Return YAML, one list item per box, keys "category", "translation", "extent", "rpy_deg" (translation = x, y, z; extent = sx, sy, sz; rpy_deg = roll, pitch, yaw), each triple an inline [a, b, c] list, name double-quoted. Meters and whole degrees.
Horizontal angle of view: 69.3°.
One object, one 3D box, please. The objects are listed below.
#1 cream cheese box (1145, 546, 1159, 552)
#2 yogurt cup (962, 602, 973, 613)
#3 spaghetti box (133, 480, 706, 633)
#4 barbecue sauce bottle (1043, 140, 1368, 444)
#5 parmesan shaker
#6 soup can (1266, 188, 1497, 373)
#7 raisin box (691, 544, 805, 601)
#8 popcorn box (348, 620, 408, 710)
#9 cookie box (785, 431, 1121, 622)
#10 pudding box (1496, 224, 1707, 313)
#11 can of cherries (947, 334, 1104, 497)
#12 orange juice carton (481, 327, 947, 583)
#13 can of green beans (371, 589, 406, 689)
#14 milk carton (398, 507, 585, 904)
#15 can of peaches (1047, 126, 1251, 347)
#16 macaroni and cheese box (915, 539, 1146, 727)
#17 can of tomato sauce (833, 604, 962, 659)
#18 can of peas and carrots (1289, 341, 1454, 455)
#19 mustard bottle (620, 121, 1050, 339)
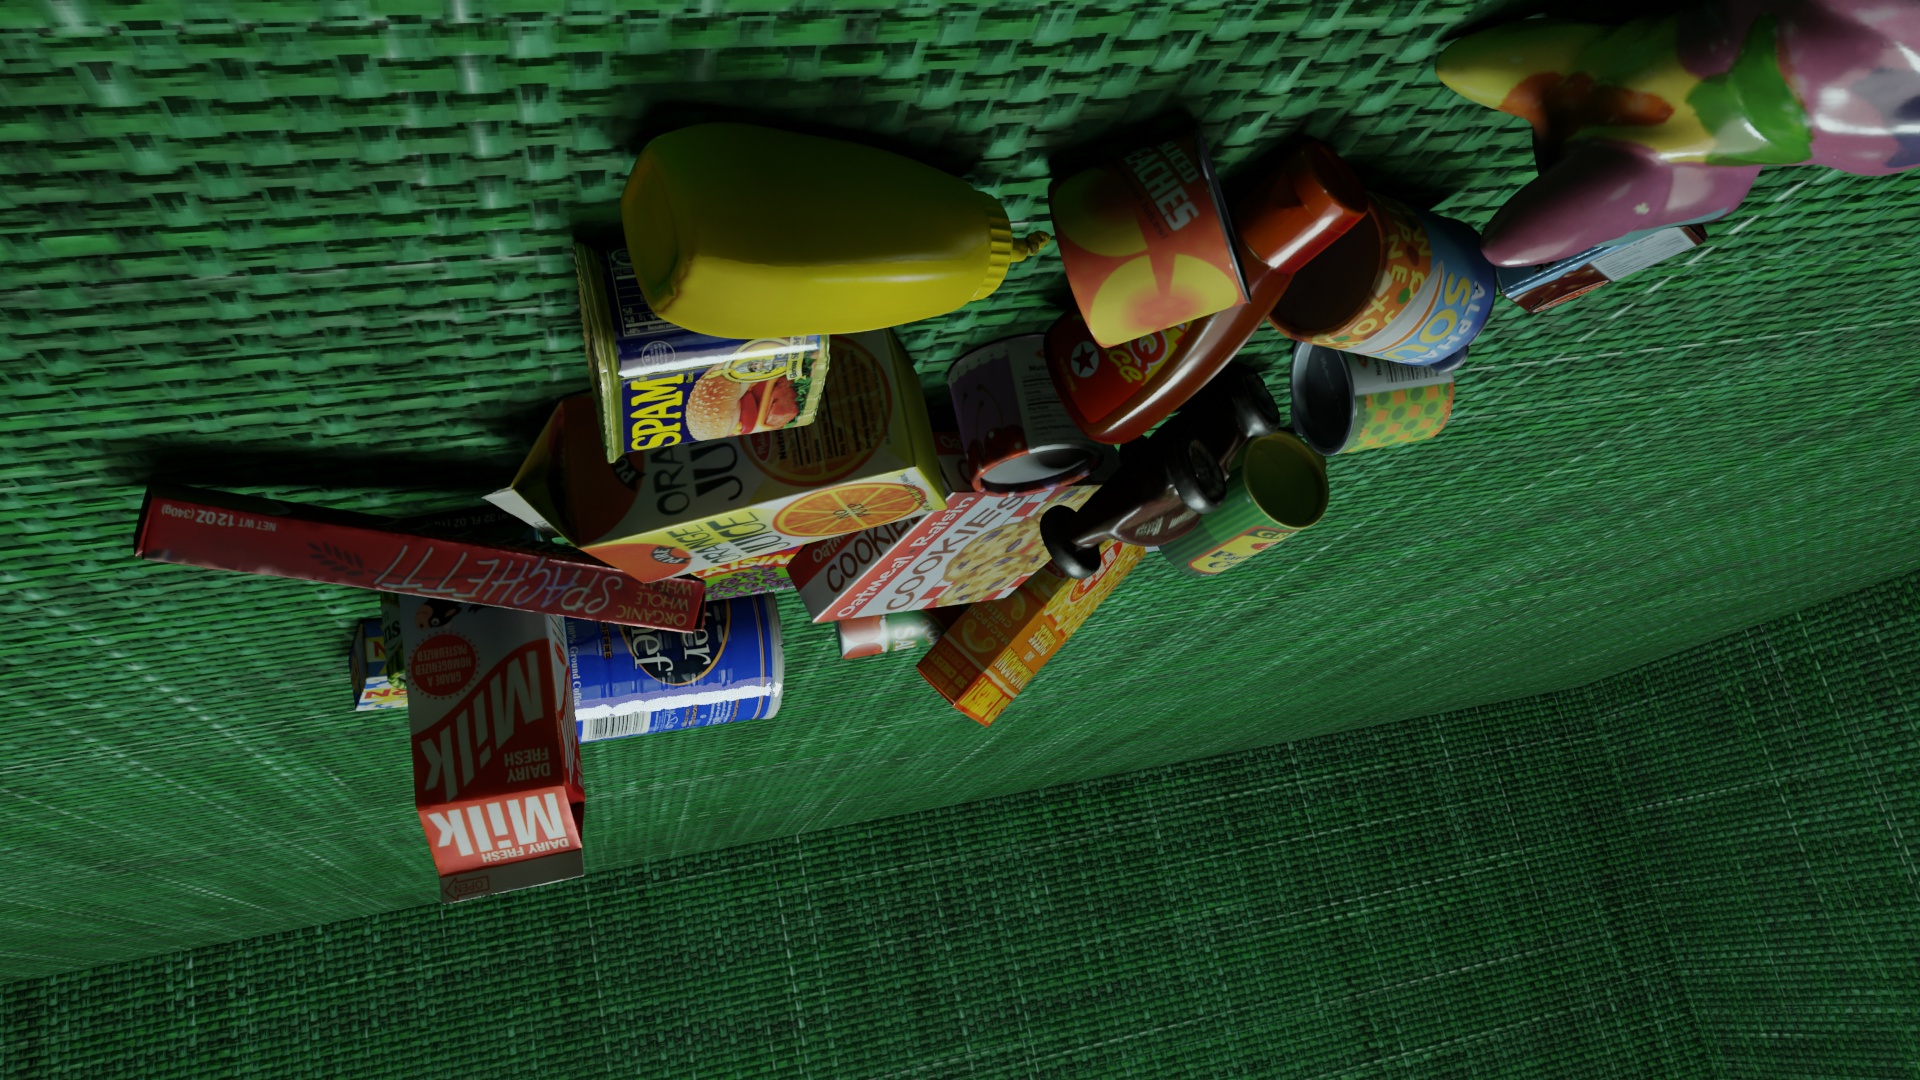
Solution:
- category: "cream cheese box"
  translation: [0.174, -0.016, 0.987]
  extent: [0.104, 0.024, 0.053]
  rpy_deg: [-9, 164, -12]
- category: "yogurt cup"
  translation: [0.023, 0.043, 1.009]
  extent: [0.072, 0.072, 0.054]
  rpy_deg: [-18, 155, 19]
- category: "spaghetti box"
  translation: [-0.241, 0.010, 0.650]
  extent: [0.250, 0.028, 0.050]
  rpy_deg: [11, -175, -33]
- category: "barbecue sauce bottle"
  translation: [0.099, -0.102, 0.573]
  extent: [0.044, 0.065, 0.148]
  rpy_deg: [0, 151, -43]
- category: "parmesan shaker"
  translation: [0.180, -0.022, 0.896]
  extent: [0.071, 0.071, 0.102]
  rpy_deg: [-3, 162, -28]
- category: "soup can"
  translation: [0.176, -0.108, 0.585]
  extent: [0.084, 0.071, 0.071]
  rpy_deg: [2, 158, -41]
- category: "raisin box"
  translation: [-0.126, -0.003, 0.783]
  extent: [0.086, 0.040, 0.123]
  rpy_deg: [-7, 164, -17]
- category: "popcorn box"
  translation: [-0.326, 0.077, 0.907]
  extent: [0.127, 0.038, 0.085]
  rpy_deg: [-3, 162, -29]
- category: "cookie box"
  translation: [0.003, -0.010, 0.769]
  extent: [0.168, 0.040, 0.122]
  rpy_deg: [-5, 149, -50]
- category: "pudding box"
  translation: [0.294, -0.139, 0.646]
  extent: [0.083, 0.030, 0.050]
  rpy_deg: [-24, 161, 36]
- category: "can of cherries"
  translation: [0.030, -0.058, 0.673]
  extent: [0.071, 0.058, 0.071]
  rpy_deg: [-12, 163, -3]
- category: "orange juice carton"
  translation: [-0.111, -0.033, 0.626]
  extent: [0.193, 0.073, 0.071]
  rpy_deg: [-14, 164, 7]
- category: "can of green beans"
  translation: [-0.298, 0.050, 0.800]
  extent: [0.071, 0.058, 0.071]
  rpy_deg: [-11, 164, -3]
- category: "milk carton"
  translation: [-0.240, 0.084, 0.717]
  extent: [0.072, 0.191, 0.073]
  rpy_deg: [-10, 163, -10]
- category: "can of peaches"
  translation: [0.069, -0.111, 0.508]
  extent: [0.058, 0.071, 0.071]
  rpy_deg: [-17, 163, 17]
- category: "macaroni and cheese box"
  translation: [0.050, 0.044, 0.921]
  extent: [0.166, 0.040, 0.123]
  rpy_deg: [-47, 162, -3]
- category: "can of tomato sauce"
  translation: [-0.045, 0.044, 0.944]
  extent: [0.083, 0.071, 0.071]
  rpy_deg: [-9, 164, -9]
- category: "can of peas and carrots"
  translation: [0.211, -0.079, 0.720]
  extent: [0.059, 0.071, 0.070]
  rpy_deg: [-9, 164, -12]
- category: "mustard bottle"
  translation: [-0.032, -0.101, 0.472]
  extent: [0.161, 0.065, 0.048]
  rpy_deg: [-5, 158, -37]
